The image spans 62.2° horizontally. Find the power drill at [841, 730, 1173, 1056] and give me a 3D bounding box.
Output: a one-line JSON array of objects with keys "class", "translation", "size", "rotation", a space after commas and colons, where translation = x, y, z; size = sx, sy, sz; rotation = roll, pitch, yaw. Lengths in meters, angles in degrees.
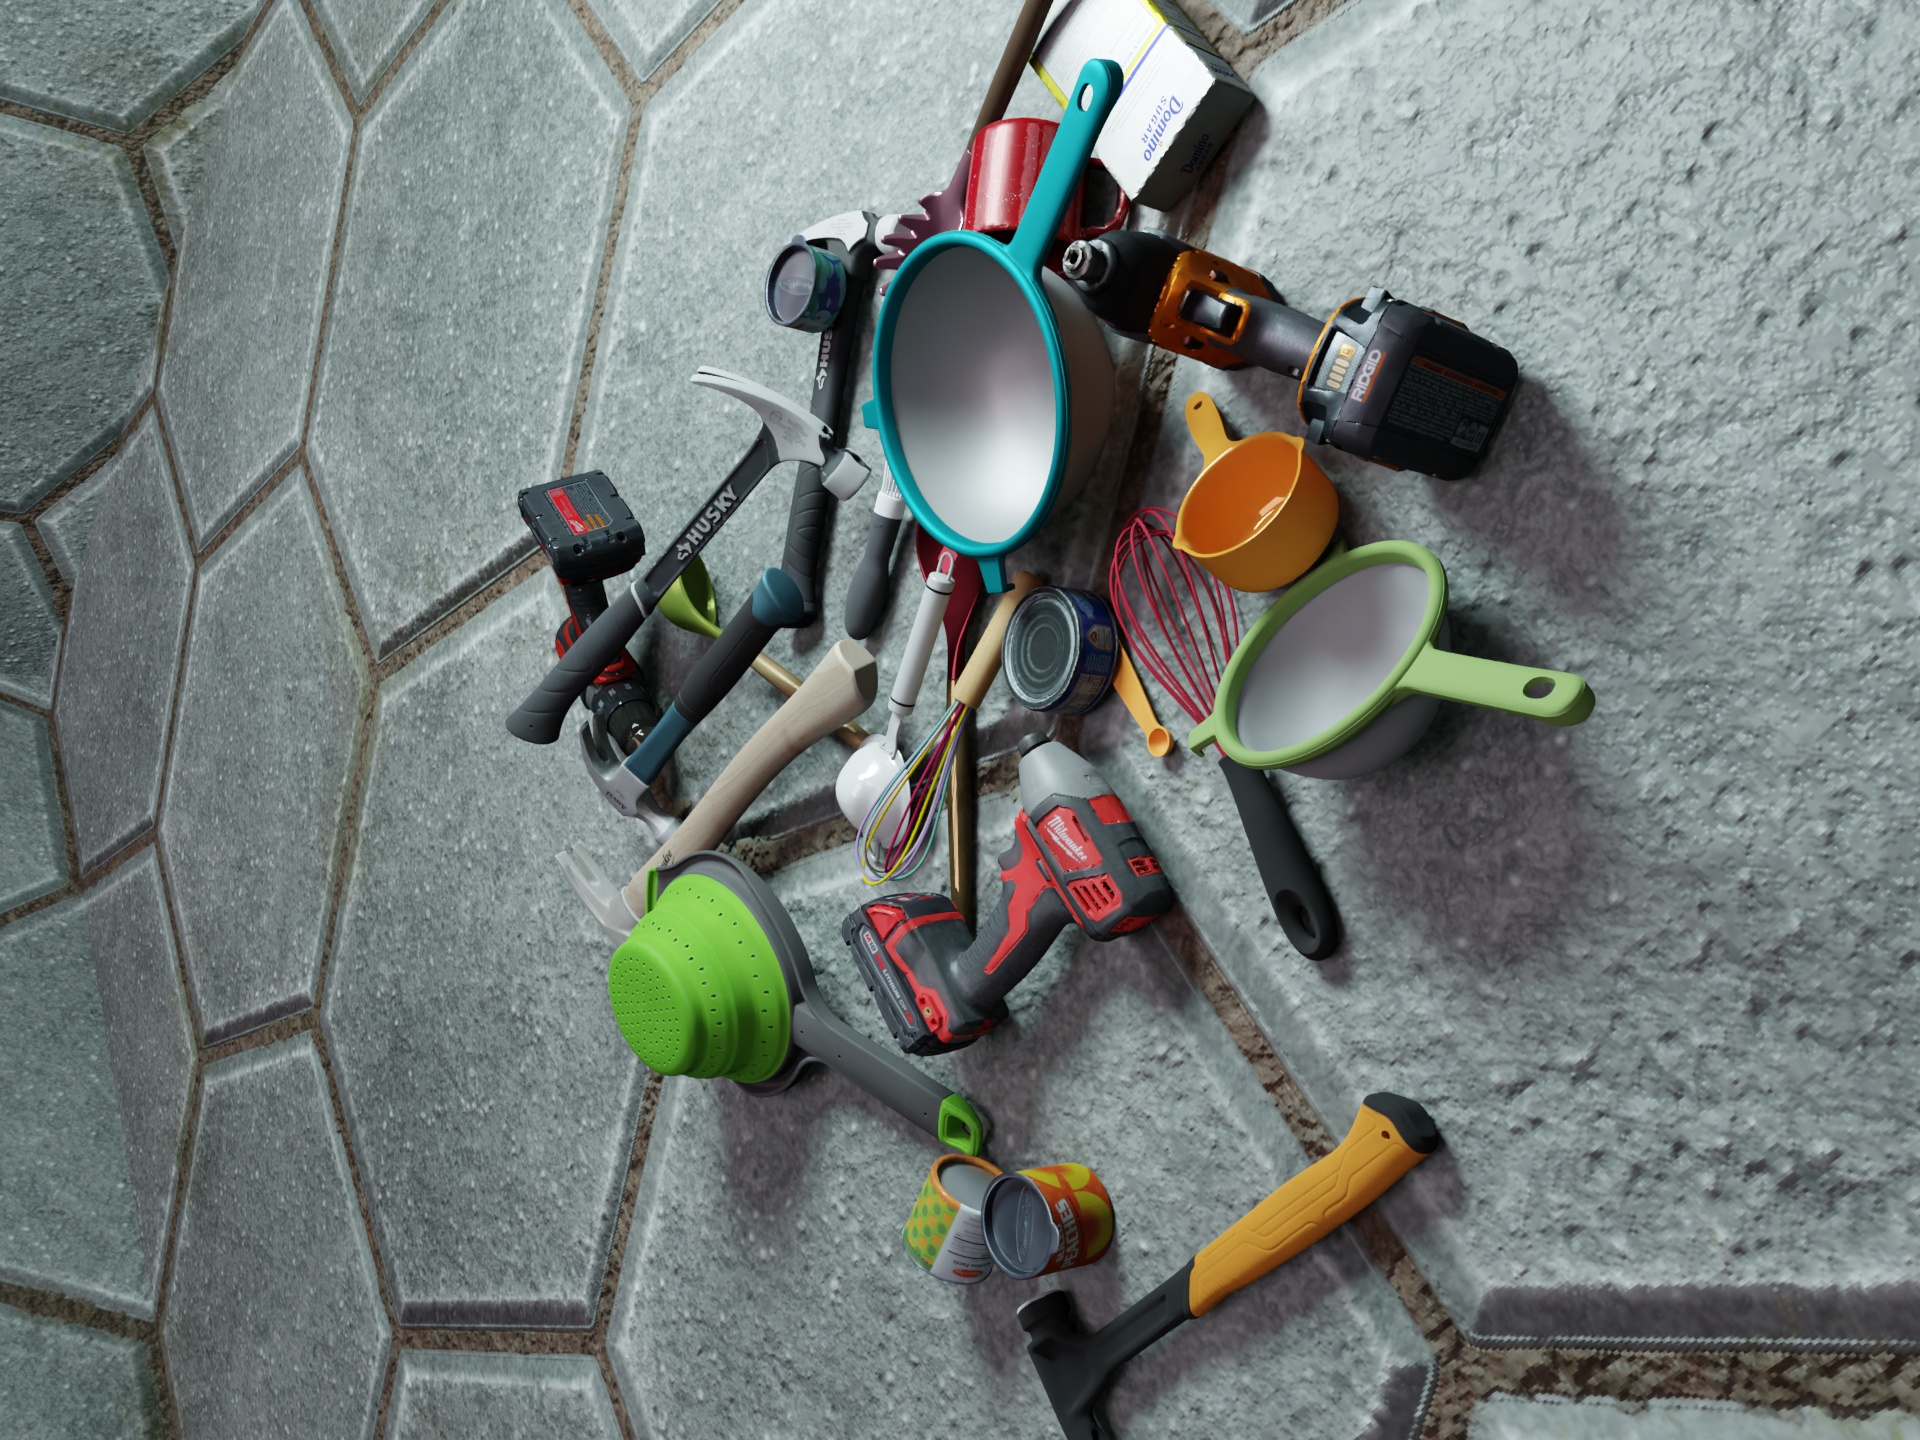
[{"class": "power drill", "translation": [0.027, 0.115, 1.052], "size": [0.219, 0.078, 0.143], "rotation": [-43, 66, 31]}]

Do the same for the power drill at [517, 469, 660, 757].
[{"class": "power drill", "translation": [-0.317, -0.086, 1.414], "size": [0.188, 0.080, 0.226], "rotation": [51, 151, 39]}]

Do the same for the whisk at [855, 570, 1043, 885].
[{"class": "whisk", "translation": [-0.005, 0.008, 1.105], "size": [0.245, 0.051, 0.047], "rotation": [-62, 3, 4]}]

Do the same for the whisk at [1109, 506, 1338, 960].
[{"class": "whisk", "translation": [0.157, 0.003, 0.945], "size": [0.073, 0.073, 0.296], "rotation": [-36, 67, 40]}]

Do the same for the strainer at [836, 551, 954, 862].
[{"class": "strainer", "translation": [-0.047, -0.005, 1.156], "size": [0.087, 0.050, 0.258], "rotation": [44, 124, 45]}]

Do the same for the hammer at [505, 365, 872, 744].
[{"class": "hammer", "translation": [-0.253, -0.113, 1.288], "size": [0.409, 0.149, 0.036], "rotation": [-43, 16, 28]}]

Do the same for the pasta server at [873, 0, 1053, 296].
[{"class": "pasta server", "translation": [0.016, -0.420, 1.107], "size": [0.060, 0.040, 0.316], "rotation": [49, 137, 18]}]

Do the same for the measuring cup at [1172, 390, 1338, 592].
[{"class": "measuring cup", "translation": [0.171, -0.142, 0.953], "size": [0.095, 0.052, 0.174], "rotation": [-40, 32, 22]}]

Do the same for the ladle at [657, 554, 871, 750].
[{"class": "ladle", "translation": [-0.152, -0.053, 1.302], "size": [0.062, 0.078, 0.320], "rotation": [-45, 53, -13]}]

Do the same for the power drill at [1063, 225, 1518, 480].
[{"class": "power drill", "translation": [0.168, -0.212, 0.872], "size": [0.227, 0.164, 0.084], "rotation": [37, 113, 41]}]

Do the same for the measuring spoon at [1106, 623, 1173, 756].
[{"class": "measuring spoon", "translation": [0.112, -0.024, 1.032], "size": [0.021, 0.011, 0.117], "rotation": [-53, 48, 36]}]

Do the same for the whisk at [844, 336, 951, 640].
[{"class": "whisk", "translation": [-0.045, -0.192, 1.190], "size": [0.070, 0.070, 0.284], "rotation": [36, 117, 44]}]

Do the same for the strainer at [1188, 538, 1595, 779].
[{"class": "strainer", "translation": [0.235, -0.012, 0.812], "size": [0.151, 0.069, 0.256], "rotation": [-53, 24, -8]}]

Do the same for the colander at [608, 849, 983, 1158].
[{"class": "colander", "translation": [-0.152, 0.238, 1.200], "size": [0.397, 0.094, 0.204], "rotation": [23, 120, 39]}]

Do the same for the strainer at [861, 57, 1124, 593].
[{"class": "strainer", "translation": [0.056, -0.260, 1.017], "size": [0.211, 0.095, 0.340], "rotation": [55, 140, 28]}]

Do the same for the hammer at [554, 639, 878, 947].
[{"class": "hammer", "translation": [-0.198, 0.062, 1.295], "size": [0.146, 0.038, 0.410], "rotation": [49, 127, 7]}]

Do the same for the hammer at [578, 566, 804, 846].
[{"class": "hammer", "translation": [-0.217, -0.015, 1.305], "size": [0.128, 0.033, 0.331], "rotation": [42, 133, -3]}]

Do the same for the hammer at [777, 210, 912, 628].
[{"class": "hammer", "translation": [-0.115, -0.238, 1.284], "size": [0.146, 0.035, 0.335], "rotation": [17, 99, 47]}]

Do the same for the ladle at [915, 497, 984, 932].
[{"class": "ladle", "translation": [-0.002, -0.004, 1.142], "size": [0.069, 0.031, 0.315], "rotation": [-5, 84, 46]}]

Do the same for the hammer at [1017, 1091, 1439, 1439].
[{"class": "hammer", "translation": [0.157, 0.327, 0.928], "size": [0.336, 0.034, 0.127], "rotation": [-51, 51, 32]}]
